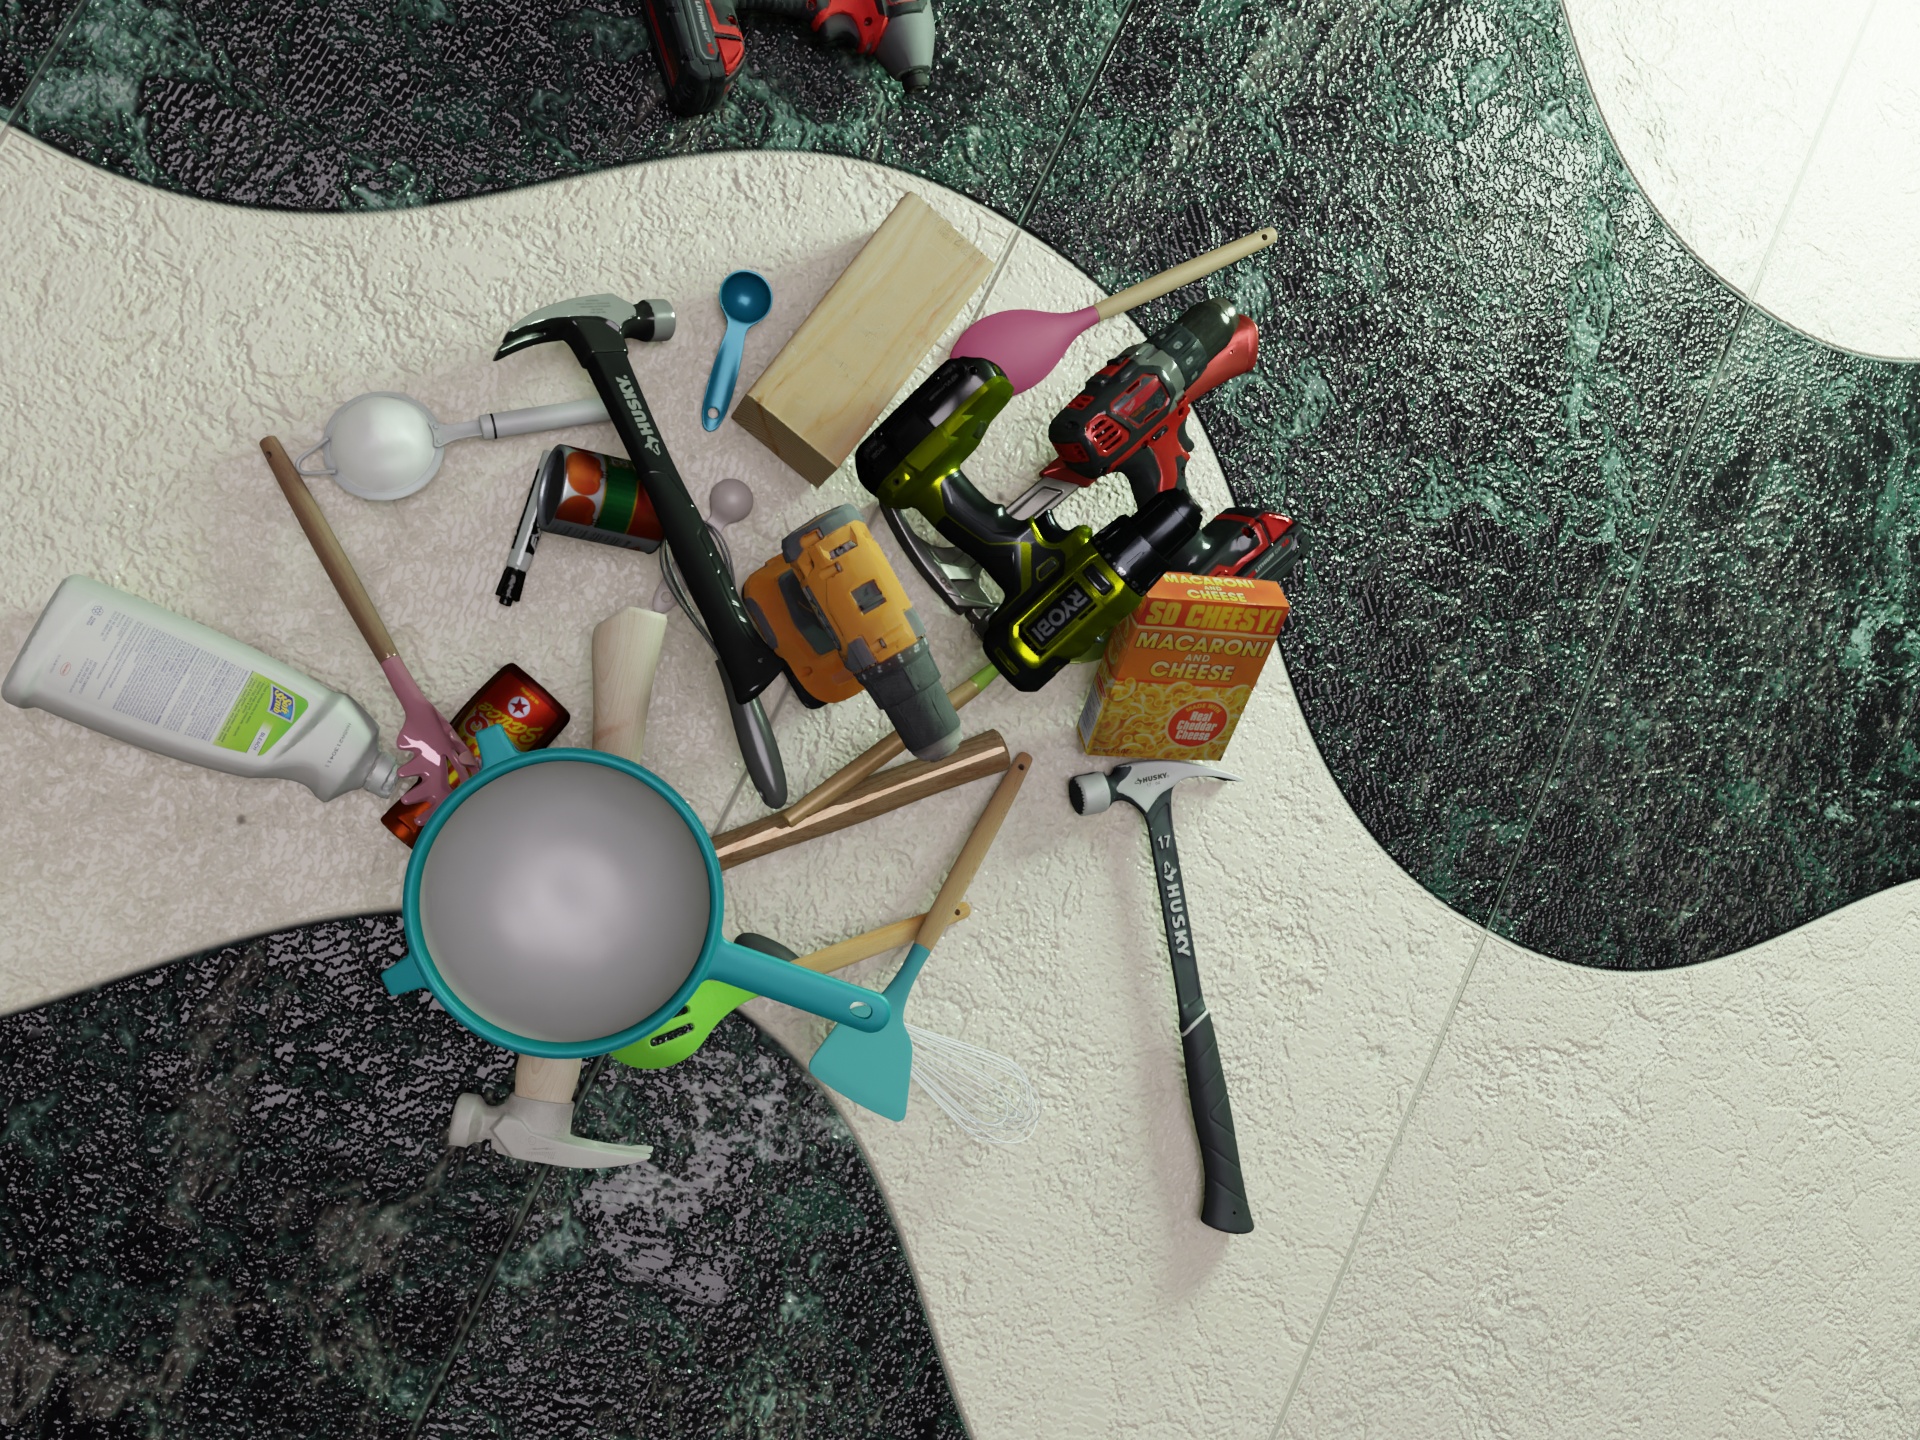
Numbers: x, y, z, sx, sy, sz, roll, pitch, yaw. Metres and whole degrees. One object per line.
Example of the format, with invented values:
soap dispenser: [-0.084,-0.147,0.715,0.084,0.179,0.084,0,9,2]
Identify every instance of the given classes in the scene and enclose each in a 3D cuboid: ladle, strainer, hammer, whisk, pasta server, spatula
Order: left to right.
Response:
pasta server: [-0.423,-0.066,1.129,0.060,0.040,0.316,-32,86,21]
strainer: [-0.359,-0.218,1.178,0.258,0.050,0.087,-13,78,-20]
hammer: [-0.263,0.122,1.172,0.146,0.038,0.410,11,89,-6]
strainer: [-0.211,0.143,1.116,0.340,0.095,0.211,21,91,-9]
hammer: [-0.215,-0.162,1.142,0.146,0.035,0.335,-15,73,-40]
whisk: [-0.177,-0.046,1.204,0.055,0.055,0.239,-19,92,-16]
hammer: [-0.115,0.074,1.247,0.331,0.031,0.130,-20,95,-16]
whisk: [-0.056,0.245,1.252,0.284,0.070,0.070,34,80,-8]
spatula: [-0.014,0.155,1.241,0.082,0.044,0.318,31,68,-6]
ladle: [-0.002,-0.004,1.250,0.320,0.078,0.062,-36,68,-20]
hammer: [0.106,-0.229,1.317,0.359,0.037,0.149,-41,100,-13]
hammer: [0.197,0.232,1.336,0.149,0.036,0.409,-11,93,-18]

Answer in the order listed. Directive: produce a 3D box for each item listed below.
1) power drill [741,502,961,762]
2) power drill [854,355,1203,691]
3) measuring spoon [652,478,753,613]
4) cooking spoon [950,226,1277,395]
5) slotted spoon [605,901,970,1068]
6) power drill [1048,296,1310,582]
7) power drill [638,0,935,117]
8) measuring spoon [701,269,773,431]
power drill: [-0.077,-0.055,1.158,0.084,0.226,0.185,-31,98,-15]
power drill: [0.050,-0.161,1.197,0.190,0.080,0.228,-42,85,14]
measuring spoon: [-0.201,-0.135,1.232,0.034,0.018,0.124,34,81,-13]
cooking spoon: [0.134,-0.352,1.337,0.319,0.017,0.068,-27,97,-15]
slotted spoon: [-0.122,0.188,1.208,0.313,0.031,0.070,-16,84,-32]
power drill: [0.193,-0.211,1.292,0.188,0.080,0.226,-43,115,-14]
power drill: [-0.126,-0.545,1.236,0.219,0.078,0.143,-19,95,-19]
measuring spoon: [-0.181,-0.288,1.246,0.042,0.021,0.128,16,94,-17]
